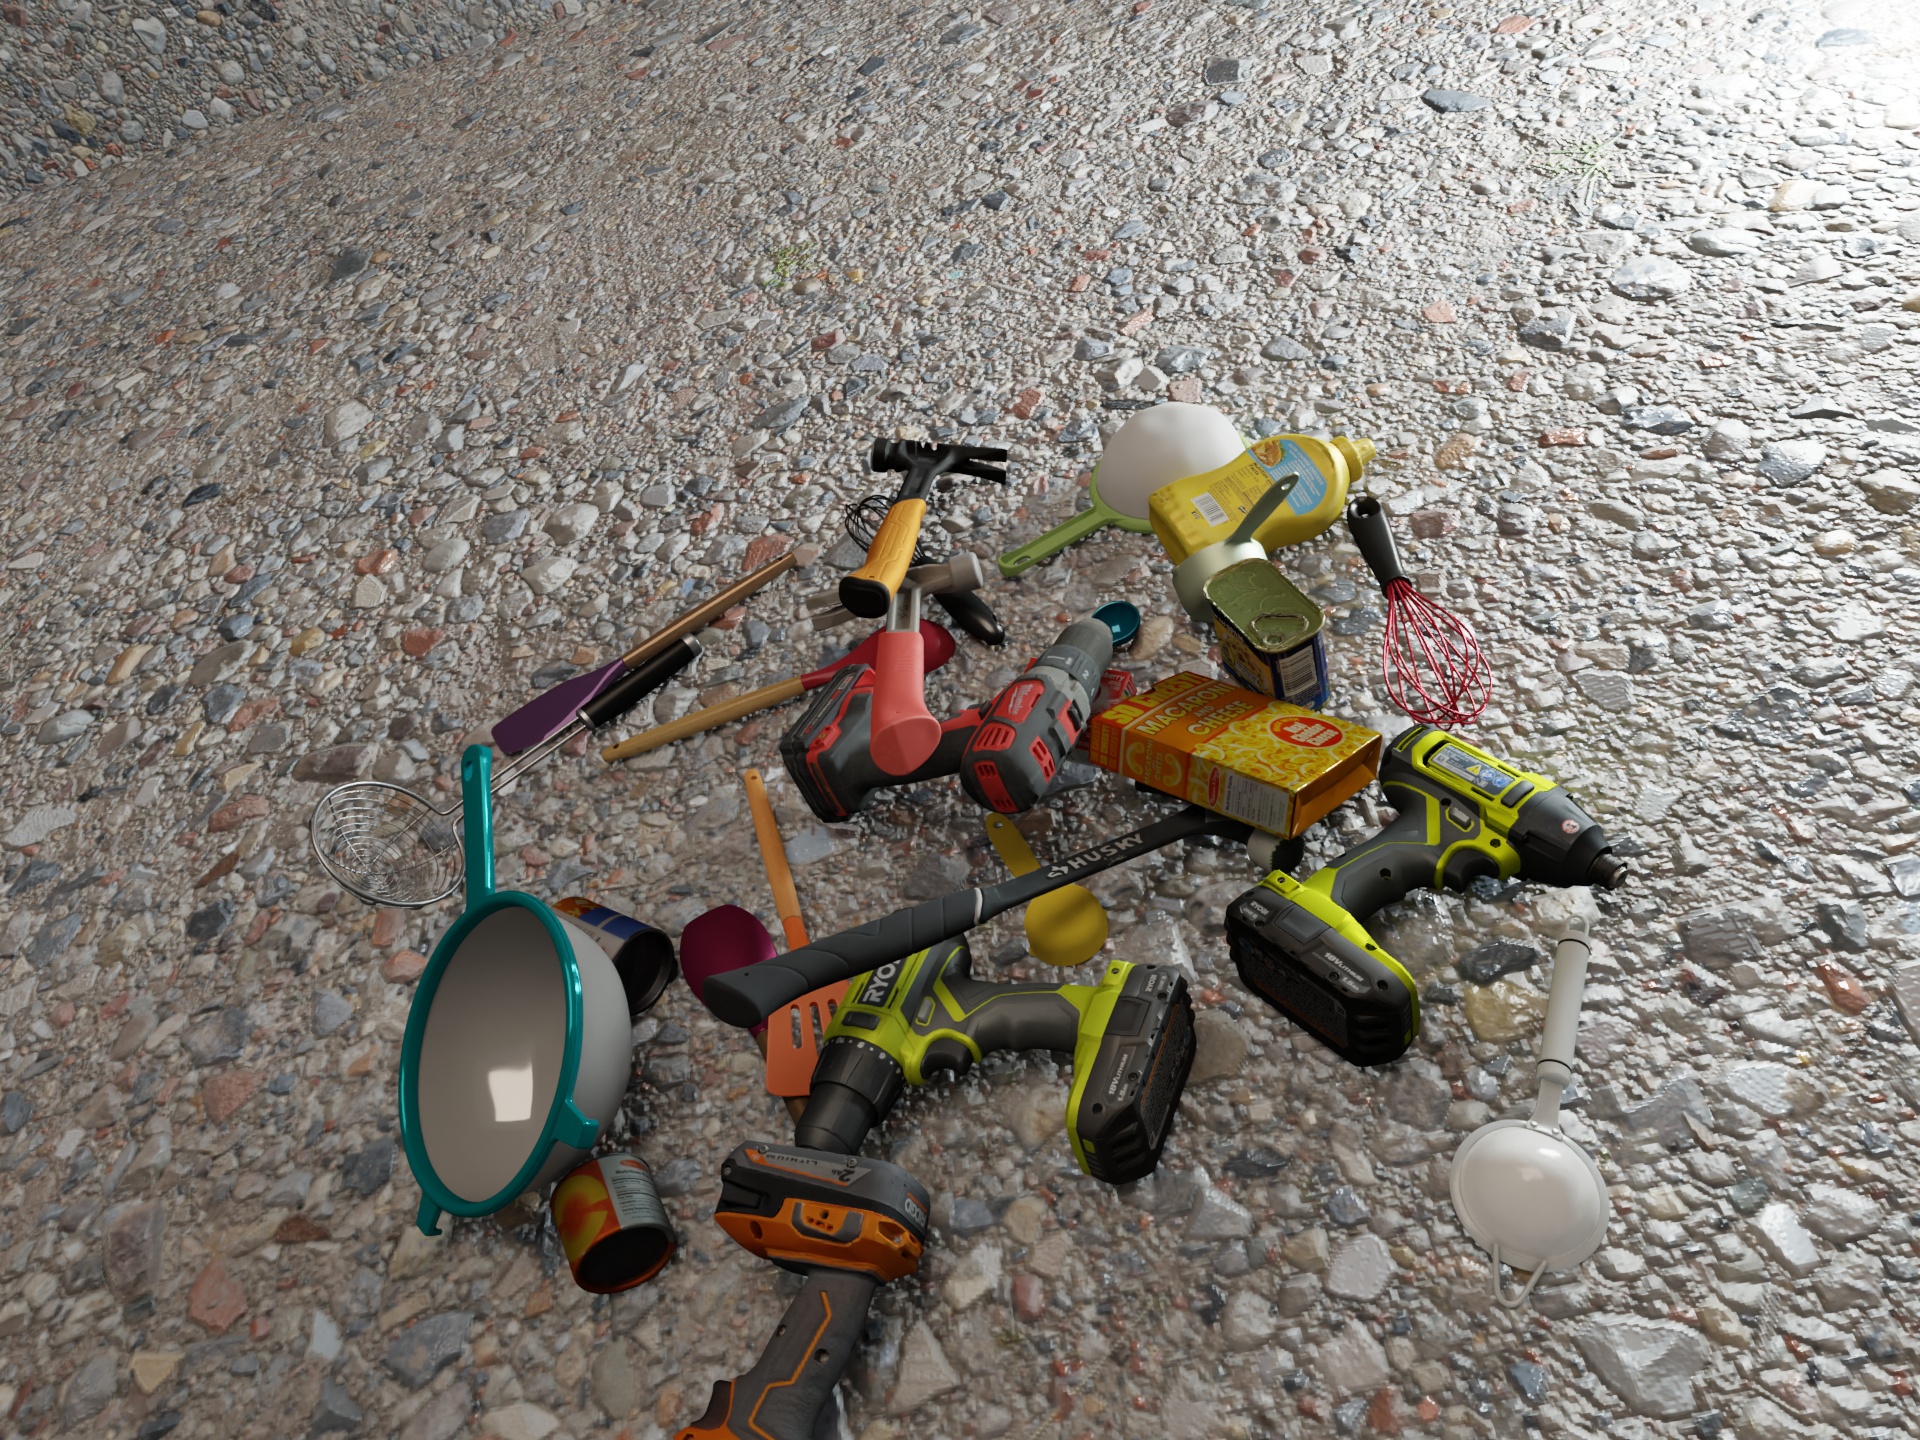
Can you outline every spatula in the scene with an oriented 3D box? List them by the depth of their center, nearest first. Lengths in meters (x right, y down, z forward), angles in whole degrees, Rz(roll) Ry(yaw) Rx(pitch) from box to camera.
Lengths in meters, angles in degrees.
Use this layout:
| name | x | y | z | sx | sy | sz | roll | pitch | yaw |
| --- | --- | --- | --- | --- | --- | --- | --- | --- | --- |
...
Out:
| name | x | y | z | sx | sy | sz | roll | pitch | yaw |
| --- | --- | --- | --- | --- | --- | --- | --- | --- | --- |
| spatula | -0.128 | 0.141 | 1.170 | 0.081 | 0.041 | 0.323 | -6 | 35 | -14 |
| spatula | -0.281 | -0.064 | 1.437 | 0.316 | 0.018 | 0.060 | -34 | 46 | -12 |

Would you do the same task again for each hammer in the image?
| name | x | y | z | sx | sy | sz | roll | pitch | yaw |
| --- | --- | --- | --- | --- | --- | --- | --- | --- | --- |
| hammer | 0.024 | 0.112 | 1.040 | 0.409 | 0.036 | 0.149 | -17 | 32 | -27 |
| hammer | -0.054 | -0.045 | 1.171 | 0.149 | 0.036 | 0.359 | -16 | 21 | 6 |
| hammer | -0.040 | -0.168 | 1.343 | 0.127 | 0.034 | 0.337 | 6 | 29 | 5 |

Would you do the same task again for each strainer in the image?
| name | x | y | z | sx | sy | sz | roll | pitch | yaw |
| --- | --- | --- | --- | --- | --- | --- | --- | --- | --- |
| strainer | 0.341 | 0.211 | 0.920 | 0.087 | 0.050 | 0.259 | 17 | 50 | 13 |
| strainer | -0.298 | 0.172 | 1.107 | 0.211 | 0.095 | 0.341 | -34 | 54 | 32 |
| strainer | 0.137 | -0.210 | 1.385 | 0.256 | 0.069 | 0.152 | -30 | 44 | -12 |

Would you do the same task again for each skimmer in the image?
| name | x | y | z | sx | sy | sz | roll | pitch | yaw |
| --- | --- | --- | --- | --- | --- | --- | --- | --- | --- |
| skimmer | -0.365 | 0.025 | 1.331 | 0.363 | 0.090 | 0.127 | -38 | 78 | -21 |

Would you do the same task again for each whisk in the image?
| name | x | y | z | sx | sy | sz | roll | pitch | yaw |
| --- | --- | --- | --- | --- | --- | --- | --- | --- | --- |
| whisk | 0.336 | -0.089 | 1.205 | 0.073 | 0.073 | 0.296 | -13 | 38 | 8 |
| whisk | -0.032 | -0.132 | 1.394 | 0.055 | 0.055 | 0.239 | -34 | 50 | -13 |

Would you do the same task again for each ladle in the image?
| name | x | y | z | sx | sy | sz | roll | pitch | yaw |
| --- | --- | --- | --- | --- | --- | --- | --- | --- | --- |
| ladle | -0.157 | -0.023 | 1.346 | 0.315 | 0.031 | 0.069 | -20 | 44 | 4 |

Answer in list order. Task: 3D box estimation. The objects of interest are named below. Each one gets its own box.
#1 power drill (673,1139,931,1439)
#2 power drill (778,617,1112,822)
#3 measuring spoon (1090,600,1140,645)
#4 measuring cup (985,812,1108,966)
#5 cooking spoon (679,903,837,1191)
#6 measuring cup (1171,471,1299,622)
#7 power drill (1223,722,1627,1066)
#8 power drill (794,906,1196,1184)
| name | x | y | z | sx | sy | sz | roll | pitch | yaw |
| --- | --- | --- | --- | --- | --- | --- | --- | --- | --- |
| power drill | -0.115 | 0.363 | 0.904 | 0.164 | 0.084 | 0.227 | 2 | 57 | 22 |
| power drill | -0.002 | -0.004 | 1.186 | 0.227 | 0.080 | 0.188 | -6 | 35 | 36 |
| measuring spoon | 0.105 | -0.041 | 1.275 | 0.042 | 0.021 | 0.129 | 19 | 65 | 33 |
| measuring cup | 0.051 | 0.110 | 1.132 | 0.062 | 0.029 | 0.157 | -28 | 46 | -7 |
| cooking spoon | -0.124 | 0.233 | 1.086 | 0.069 | 0.017 | 0.319 | -27 | 44 | -11 |
| measuring cup | 0.222 | -0.128 | 1.215 | 0.083 | 0.167 | 0.038 | -6 | 65 | -22 |
| power drill | 0.294 | 0.108 | 1.013 | 0.223 | 0.080 | 0.171 | -36 | 45 | -20 |
| power drill | 0.017 | 0.215 | 1.004 | 0.228 | 0.080 | 0.191 | 5 | 44 | 26 |
